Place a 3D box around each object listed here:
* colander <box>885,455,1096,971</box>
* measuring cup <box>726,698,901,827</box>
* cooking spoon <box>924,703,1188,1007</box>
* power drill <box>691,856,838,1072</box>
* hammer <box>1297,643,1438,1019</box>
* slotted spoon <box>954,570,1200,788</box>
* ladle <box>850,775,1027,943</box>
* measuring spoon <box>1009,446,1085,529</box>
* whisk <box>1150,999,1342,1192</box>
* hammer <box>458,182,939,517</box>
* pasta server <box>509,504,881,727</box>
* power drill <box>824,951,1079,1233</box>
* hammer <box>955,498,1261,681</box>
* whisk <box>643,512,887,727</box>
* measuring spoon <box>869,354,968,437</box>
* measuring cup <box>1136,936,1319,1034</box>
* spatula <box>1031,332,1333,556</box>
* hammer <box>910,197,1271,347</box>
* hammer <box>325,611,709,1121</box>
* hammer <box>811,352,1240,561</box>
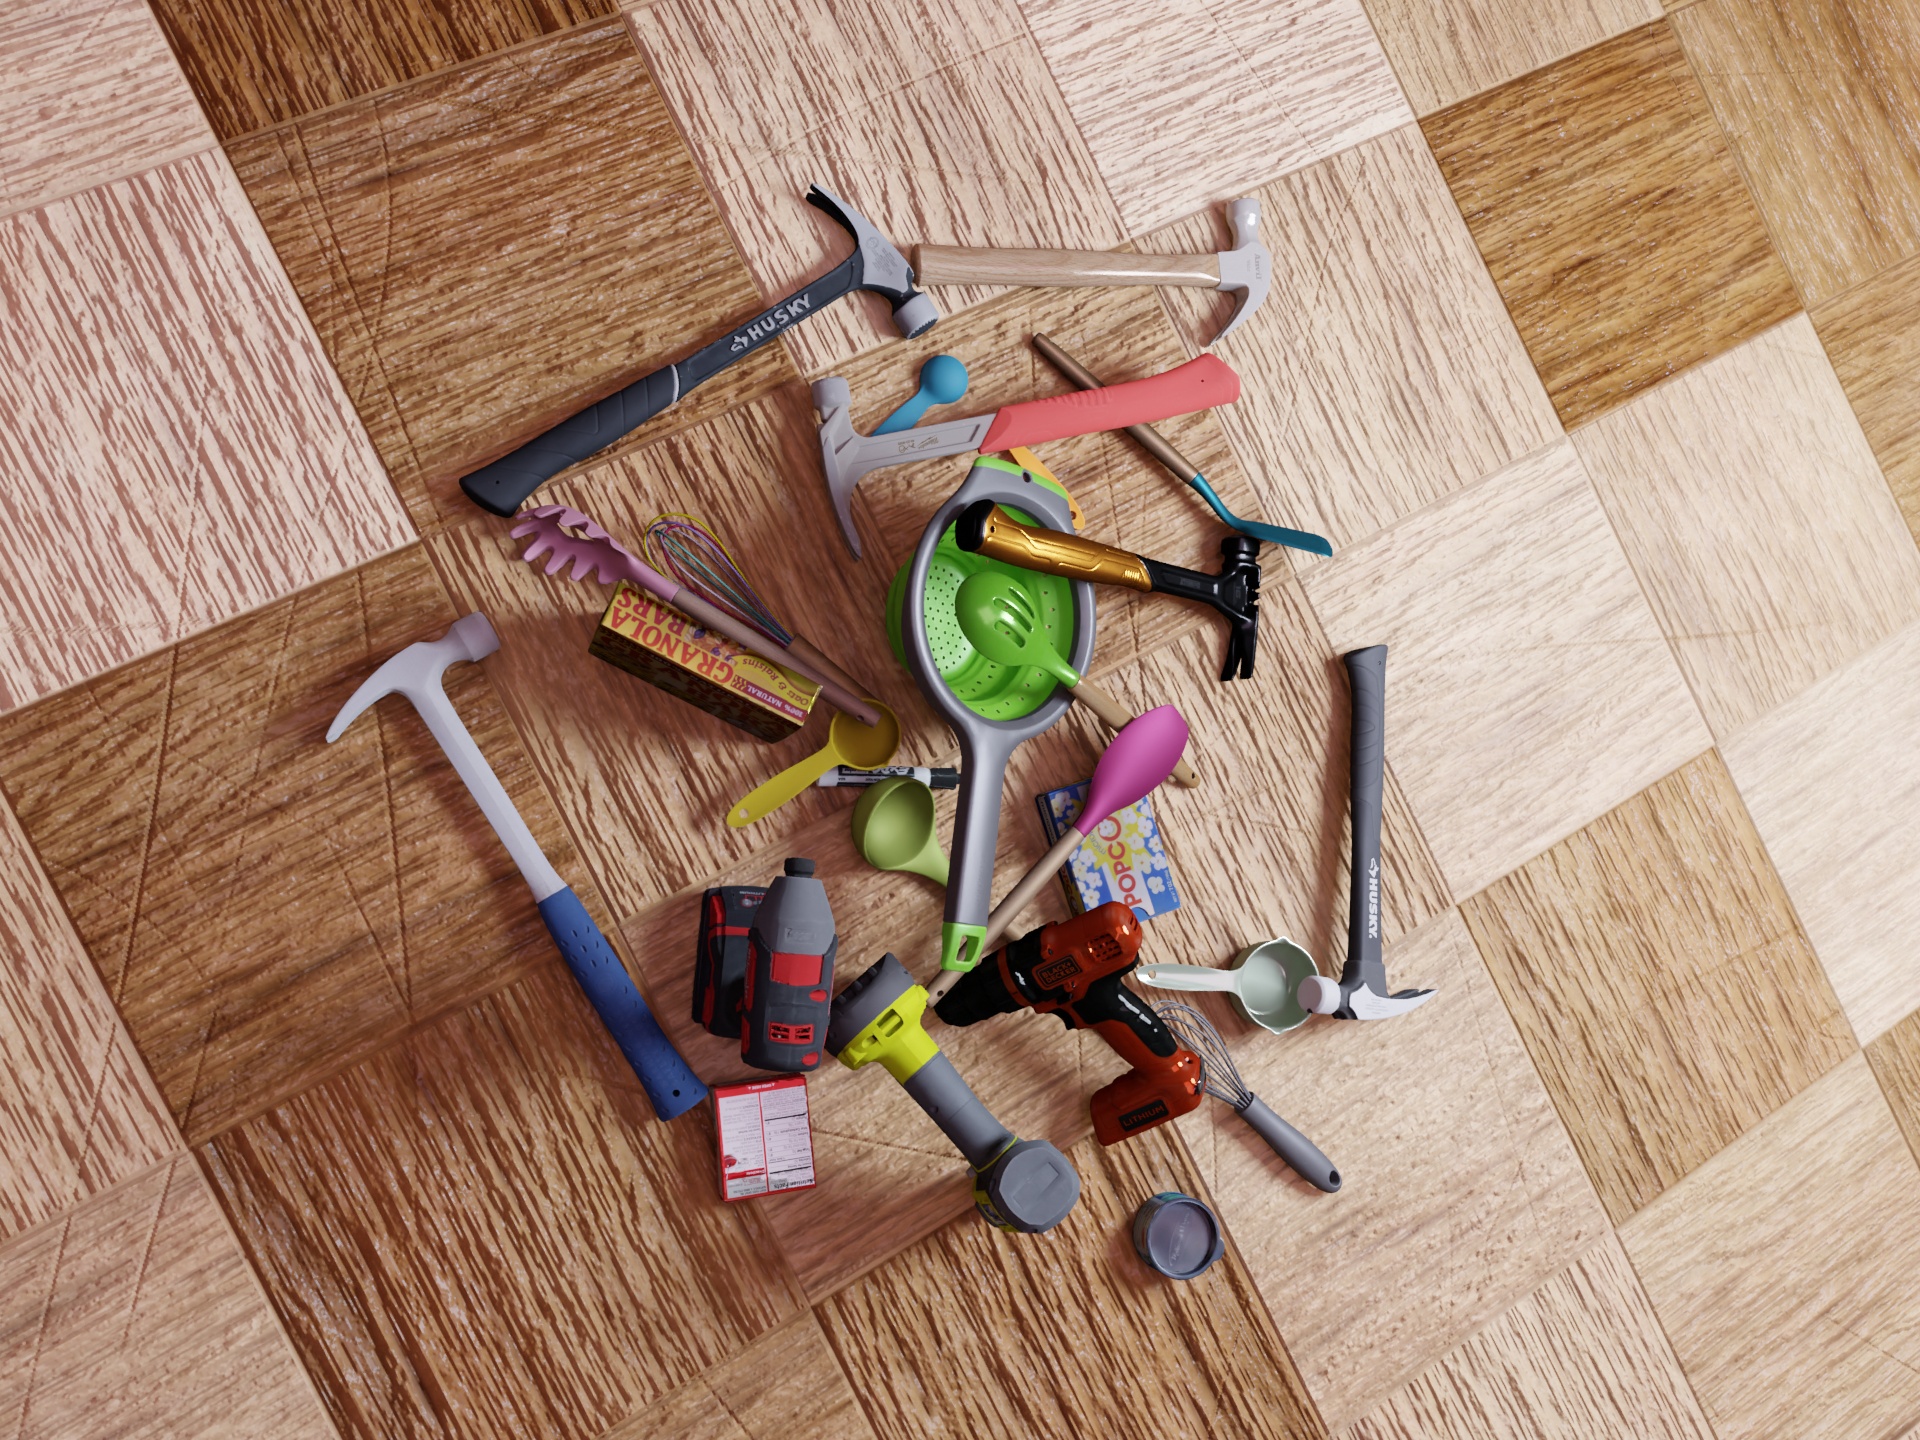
[{"bbox_3d":[-0.002,-0.004,1.261,0.204,0.094,0.397,14,79,-42],"label":"colander"},{"bbox_3d":[-0.117,0.039,1.259,0.156,0.029,0.062,-33,86,-6],"label":"measuring cup"},{"bbox_3d":[0.078,0.109,1.279,0.319,0.017,0.068,-46,124,-14],"label":"cooking spoon"},{"bbox_3d":[-0.138,0.172,1.151,0.078,0.219,0.143,6,83,-16],"label":"power drill"},{"bbox_3d":[0.359,0.094,1.393,0.146,0.035,0.335,13,75,-34],"label":"hammer"},{"bbox_3d":[0.106,-0.022,1.279,0.313,0.031,0.070,38,62,-38],"label":"slotted spoon"},{"bbox_3d":[0.036,0.164,1.292,0.320,0.062,0.078,43,74,-11],"label":"ladle"},{"bbox_3d":[0.067,-0.209,1.366,0.021,0.011,0.117,-45,101,-17],"label":"measuring spoon"},{"bbox_3d":[0.241,0.321,1.343,0.239,0.055,0.055,44,74,-13],"label":"whisk"},{"bbox_3d":[-0.217,-0.285,1.275,0.409,0.036,0.149,-35,93,-17],"label":"hammer"},{"bbox_3d":[-0.201,-0.077,1.232,0.316,0.060,0.040,32,47,-3],"label":"pasta server"},{"bbox_3d":[-0.011,0.294,1.212,0.080,0.190,0.228,-40,82,-16],"label":"power drill"},{"bbox_3d":[0.128,-0.116,1.291,0.336,0.034,0.127,9,82,-41],"label":"hammer"},{"bbox_3d":[-0.151,-0.079,1.269,0.245,0.051,0.047,40,69,-12],"label":"whisk"},{"bbox_3d":[-0.040,-0.260,1.331,0.042,0.021,0.128,44,73,-8],"label":"measuring spoon"},{"bbox_3d":[0.222,0.221,1.350,0.167,0.038,0.083,7,82,-14],"label":"measuring cup"},{"bbox_3d":[0.191,-0.237,1.385,0.317,0.082,0.044,40,110,-5],"label":"spatula"},{"bbox_3d":[0.119,-0.392,1.389,0.331,0.031,0.130,-4,85,-17],"label":"hammer"},{"bbox_3d":[-0.319,0.125,1.199,0.144,0.035,0.405,-32,94,-18],"label":"hammer"},{"bbox_3d":[0.062,-0.239,1.325,0.359,0.037,0.149,-12,91,-10],"label":"hammer"}]
